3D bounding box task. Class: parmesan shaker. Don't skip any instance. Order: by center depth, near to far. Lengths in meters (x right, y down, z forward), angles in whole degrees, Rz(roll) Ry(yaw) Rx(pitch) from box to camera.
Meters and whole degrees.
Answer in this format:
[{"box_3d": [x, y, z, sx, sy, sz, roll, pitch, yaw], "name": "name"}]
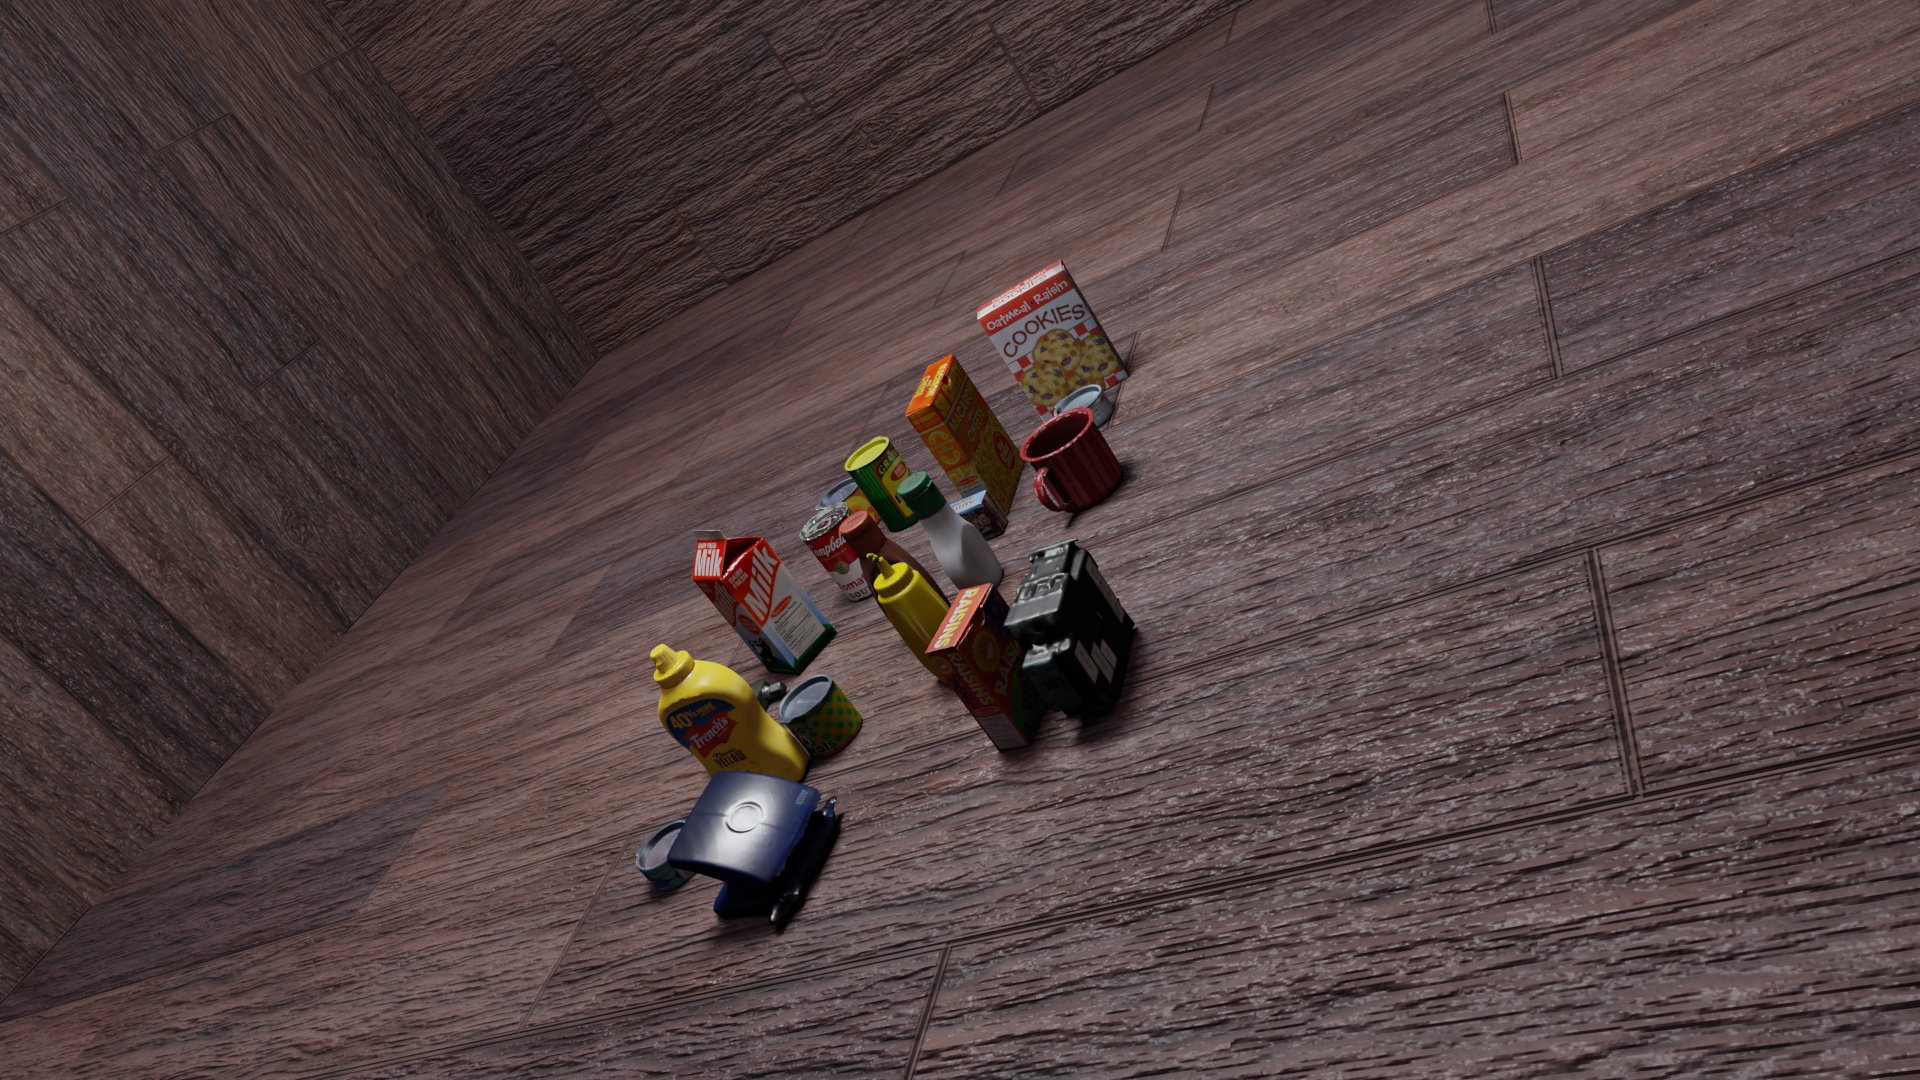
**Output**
[{"box_3d": [-0.089, -0.072, 1.752, 0.071, 0.103, 0.071, -29, 24, 14], "name": "parmesan shaker"}]

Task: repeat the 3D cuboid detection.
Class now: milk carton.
[{"box_3d": [-0.234, 0.060, 1.585, 0.072, 0.190, 0.074, -2, 40, 52], "name": "milk carton"}]

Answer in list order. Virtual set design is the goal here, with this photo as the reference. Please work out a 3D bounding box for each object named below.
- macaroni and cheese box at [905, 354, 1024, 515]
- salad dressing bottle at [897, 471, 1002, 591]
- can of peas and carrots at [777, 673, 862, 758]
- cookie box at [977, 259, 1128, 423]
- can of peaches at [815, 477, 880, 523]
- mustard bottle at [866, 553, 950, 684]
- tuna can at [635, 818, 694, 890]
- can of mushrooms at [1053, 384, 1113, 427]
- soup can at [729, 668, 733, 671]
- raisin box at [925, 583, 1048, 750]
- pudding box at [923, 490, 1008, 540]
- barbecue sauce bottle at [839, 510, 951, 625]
[{"box_3d": [0.009, -0.120, 1.634, 0.040, 0.166, 0.124, -23, 26, 27], "name": "macaroni and cheese box"}, {"box_3d": [-0.012, -0.007, 1.470, 0.044, 0.147, 0.064, -18, 28, 34], "name": "salad dressing bottle"}, {"box_3d": [-0.143, 0.179, 1.403, 0.071, 0.058, 0.071, -29, 24, 14], "name": "can of peas and carrots"}, {"box_3d": [0.115, -0.247, 1.732, 0.123, 0.167, 0.040, -29, 24, 15], "name": "cookie box"}, {"box_3d": [-0.145, -0.040, 1.823, 0.071, 0.058, 0.071, -29, 24, 14], "name": "can of peaches"}, {"box_3d": [-0.040, 0.070, 1.347, 0.049, 0.160, 0.065, -46, 25, -23], "name": "mustard bottle"}, {"box_3d": [-0.287, 0.312, 1.375, 0.071, 0.032, 0.071, -29, 24, 14], "name": "tuna can"}, {"box_3d": [0.148, -0.157, 1.687, 0.071, 0.033, 0.071, -29, 24, 14], "name": "can of mushrooms"}, {"box_3d": [-0.247, 0.191, 1.488, 0.071, 0.083, 0.072, -29, 24, 14], "name": "soup can"}, {"box_3d": [0.030, 0.111, 1.222, 0.040, 0.123, 0.086, -16, 30, 38], "name": "raisin box"}, {"box_3d": [0.006, -0.020, 1.595, 0.083, 0.049, 0.030, -22, 27, 28], "name": "pudding box"}, {"box_3d": [-0.073, 0.035, 1.472, 0.065, 0.148, 0.044, -31, 23, 9], "name": "barbecue sauce bottle"}]
